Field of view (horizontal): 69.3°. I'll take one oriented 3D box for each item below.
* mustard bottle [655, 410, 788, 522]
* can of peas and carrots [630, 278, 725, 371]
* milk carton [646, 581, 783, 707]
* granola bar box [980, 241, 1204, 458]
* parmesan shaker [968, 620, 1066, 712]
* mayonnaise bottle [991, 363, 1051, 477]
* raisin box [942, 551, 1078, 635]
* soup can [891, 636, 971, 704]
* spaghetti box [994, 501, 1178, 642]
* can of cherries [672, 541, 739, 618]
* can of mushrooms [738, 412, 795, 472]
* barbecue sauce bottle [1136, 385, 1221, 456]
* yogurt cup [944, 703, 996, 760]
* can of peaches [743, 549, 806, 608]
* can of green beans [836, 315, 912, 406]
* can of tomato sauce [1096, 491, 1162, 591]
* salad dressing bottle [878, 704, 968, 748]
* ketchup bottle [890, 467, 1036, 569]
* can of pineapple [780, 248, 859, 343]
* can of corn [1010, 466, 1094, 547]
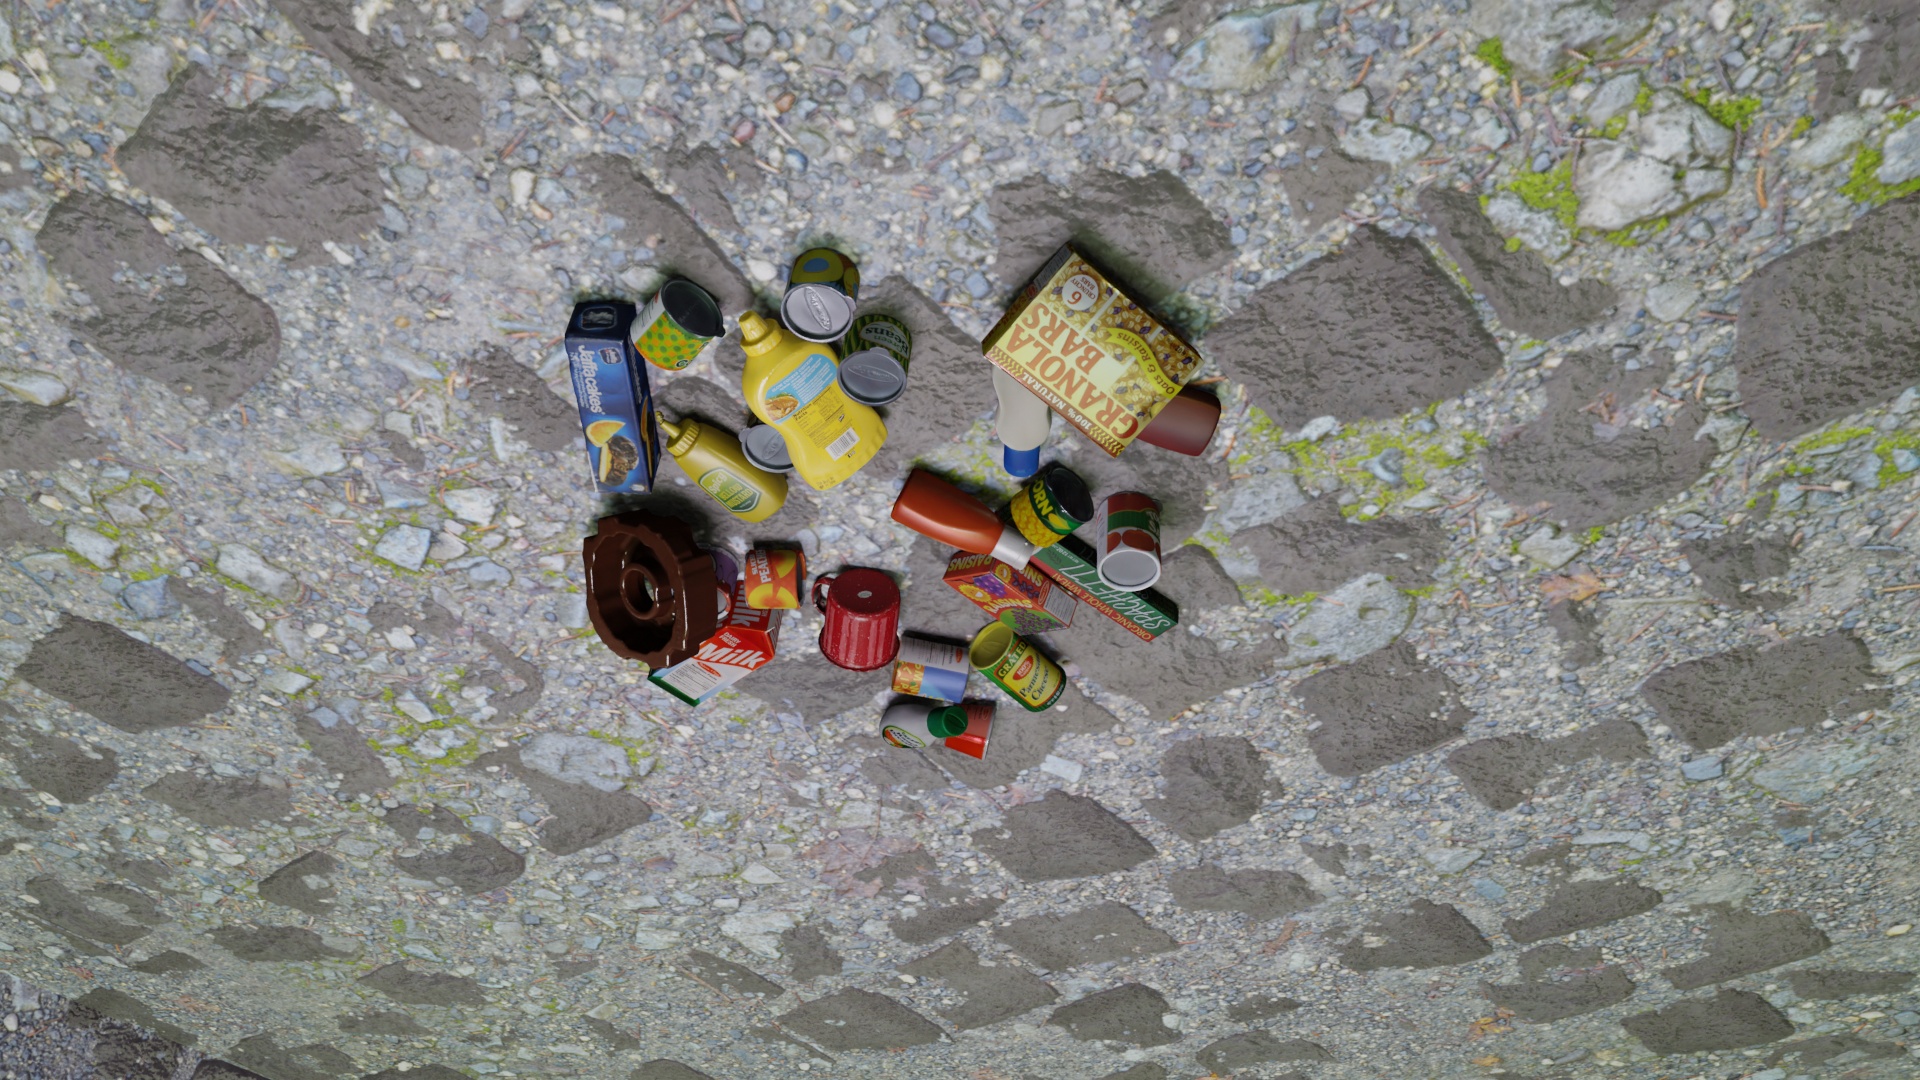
[{"bbox_3d":[-0.252,-0.081,1.423,0.065,0.049,0.160,-31,125,33],"label":"mustard bottle"},{"bbox_3d":[-0.262,-0.199,1.293,0.071,0.071,0.058,33,130,-25],"label":"can of peas and carrots"},{"bbox_3d":[-0.270,0.113,1.604,0.190,0.073,0.073,-32,125,32],"label":"milk carton"},{"bbox_3d":[0.121,-0.171,1.268,0.165,0.039,0.124,36,108,-19],"label":"granola bar box"},{"bbox_3d":[0.069,0.144,1.611,0.071,0.072,0.103,-29,126,30],"label":"parmesan shaker"},{"bbox_3d":[0.061,-0.127,1.356,0.065,0.041,0.147,2,136,2],"label":"mayonnaise bottle"},{"bbox_3d":[0.054,0.056,1.519,0.123,0.040,0.086,36,153,-27],"label":"raisin box"},{"bbox_3d":[-0.035,0.154,1.626,0.084,0.072,0.071,11,135,-5],"label":"soup can"},{"bbox_3d":[0.137,0.036,1.520,0.250,0.029,0.050,33,130,-25],"label":"spaghetti box"},{"bbox_3d":[-0.285,0.046,1.546,0.071,0.059,0.071,2,136,3],"label":"can of cherries"},{"bbox_3d":[-0.188,-0.104,1.405,0.071,0.034,0.070,3,136,3],"label":"can of mushrooms"},{"bbox_3d":[0.172,-0.129,1.340,0.148,0.044,0.064,15,124,-9],"label":"barbecue sauce bottle"},{"bbox_3d":[0.012,0.232,1.704,0.054,0.073,0.072,13,135,4],"label":"yogurt cup"},{"bbox_3d":[-0.203,0.041,1.528,0.058,0.071,0.071,1,135,4],"label":"can of peaches"},{"bbox_3d":[-0.081,-0.170,1.311,0.071,0.058,0.071,3,135,3],"label":"can of green beans"},{"bbox_3d":[0.177,0.001,1.442,0.071,0.083,0.070,3,135,3],"label":"can of tomato sauce"},{"bbox_3d":[-0.044,0.222,1.672,0.064,0.044,0.147,38,152,-20],"label":"salad dressing bottle"},{"bbox_3d":[0.005,-0.018,1.434,0.149,0.065,0.043,26,136,-4],"label":"ketchup bottle"},{"bbox_3d":[-0.125,-0.223,1.262,0.071,0.058,0.070,2,135,3],"label":"can of pineapple"},{"bbox_3d":[0.092,-0.035,1.425,0.071,0.071,0.058,35,128,-27],"label":"can of corn"}]
